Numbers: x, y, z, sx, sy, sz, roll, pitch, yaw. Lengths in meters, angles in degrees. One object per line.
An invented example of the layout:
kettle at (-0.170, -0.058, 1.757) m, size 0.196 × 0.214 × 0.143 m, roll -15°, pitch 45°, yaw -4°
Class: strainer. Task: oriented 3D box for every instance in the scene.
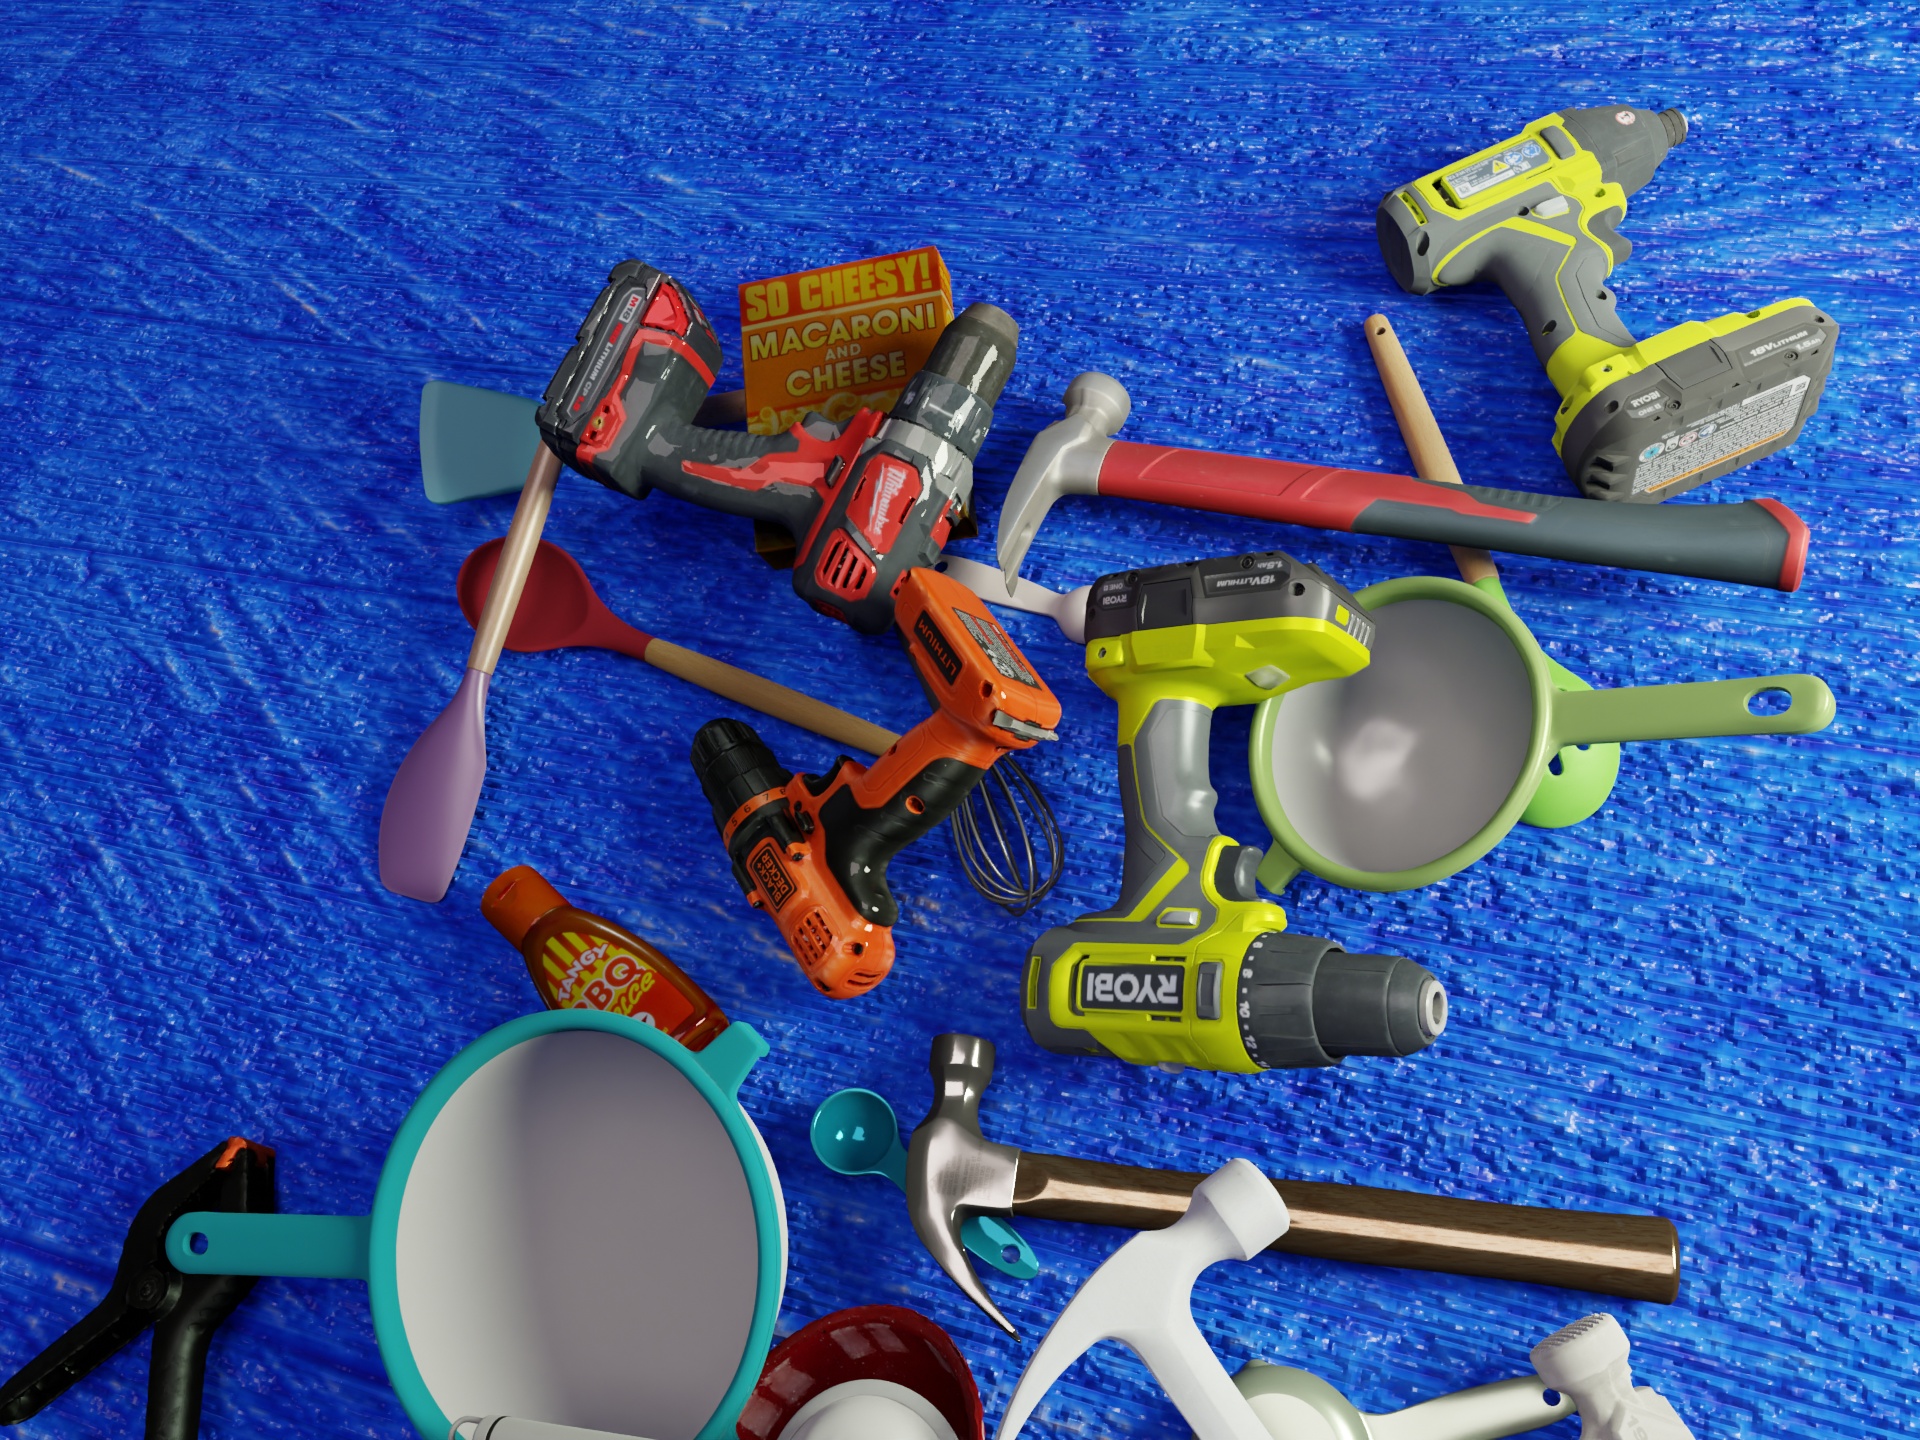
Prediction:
strainer at (-0.216, 0.245, 0.750) m, size 0.340 × 0.095 × 0.211 m, roll -6°, pitch 78°, yaw 22°
strainer at (-0.101, 0.296, 0.621) m, size 0.258 × 0.050 × 0.087 m, roll -4°, pitch 63°, yaw 25°
strainer at (0.257, 0.009, 0.718) m, size 0.256 × 0.069 × 0.151 m, roll -5°, pitch 70°, yaw 40°

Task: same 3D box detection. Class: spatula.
spatula at (-0.171, -0.188, 0.967) m, size 0.317 × 0.044 × 0.082 m, roll -8°, pitch 75°, yaw 8°
spatula at (-0.270, -0.053, 0.912) m, size 0.060 × 0.018 × 0.316 m, roll 14°, pitch 82°, yaw 20°

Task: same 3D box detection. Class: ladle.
ladle at (-0.153, -0.033, 0.899) m, size 0.315 × 0.031 × 0.069 m, roll 22°, pitch 80°, yaw 20°

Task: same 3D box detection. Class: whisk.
whisk at (-0.002, -0.003, 0.838) m, size 0.055 × 0.055 × 0.239 m, roll -24°, pitch 59°, yaw 2°

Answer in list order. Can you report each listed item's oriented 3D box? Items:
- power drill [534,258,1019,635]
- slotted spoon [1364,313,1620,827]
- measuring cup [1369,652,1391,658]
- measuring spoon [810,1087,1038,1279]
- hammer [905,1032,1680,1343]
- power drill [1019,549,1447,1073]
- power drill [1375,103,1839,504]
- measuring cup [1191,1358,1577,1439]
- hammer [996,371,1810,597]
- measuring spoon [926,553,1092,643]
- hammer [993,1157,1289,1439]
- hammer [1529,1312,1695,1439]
power drill at (-0.093, -0.170, 0.864) m, size 0.227 × 0.080 × 0.188 m, roll 26°, pitch 86°, yaw 14°
slotted spoon at (0.260, -0.091, 0.824) m, size 0.070 × 0.031 × 0.314 m, roll -17°, pitch 61°, yaw 10°
measuring cup at (0.151, -0.035, 0.825) m, size 0.156 × 0.029 × 0.062 m, roll 0°, pitch 65°, yaw 11°
measuring spoon at (-0.017, 0.224, 0.754) m, size 0.129 × 0.021 × 0.042 m, roll 34°, pitch 65°, yaw 16°
hammer at (0.137, 0.219, 0.699) m, size 0.331 × 0.031 × 0.130 m, roll 3°, pitch 63°, yaw 13°
power drill at (0.126, 0.046, 0.722) m, size 0.190 × 0.080 × 0.229 m, roll -5°, pitch 72°, yaw 37°
power drill at (0.347, -0.231, 0.841) m, size 0.171 × 0.080 × 0.223 m, roll -23°, pitch 59°, yaw 3°
measuring cup at (0.175, 0.295, 0.655) m, size 0.167 × 0.038 × 0.083 m, roll -17°, pitch 62°, yaw 8°
hammer at (0.208, -0.097, 0.800) m, size 0.386 × 0.038 × 0.143 m, roll 12°, pitch 59°, yaw 25°
measuring spoon at (0.029, -0.074, 0.877) m, size 0.124 × 0.018 × 0.034 m, roll 19°, pitch 72°, yaw 22°
hammer at (0.169, 0.364, 0.554) m, size 0.144 × 0.035 × 0.406 m, roll -33°, pitch 73°, yaw -13°
hammer at (0.112, 0.385, 0.584) m, size 0.410 × 0.038 × 0.146 m, roll -25°, pitch 70°, yaw -10°
